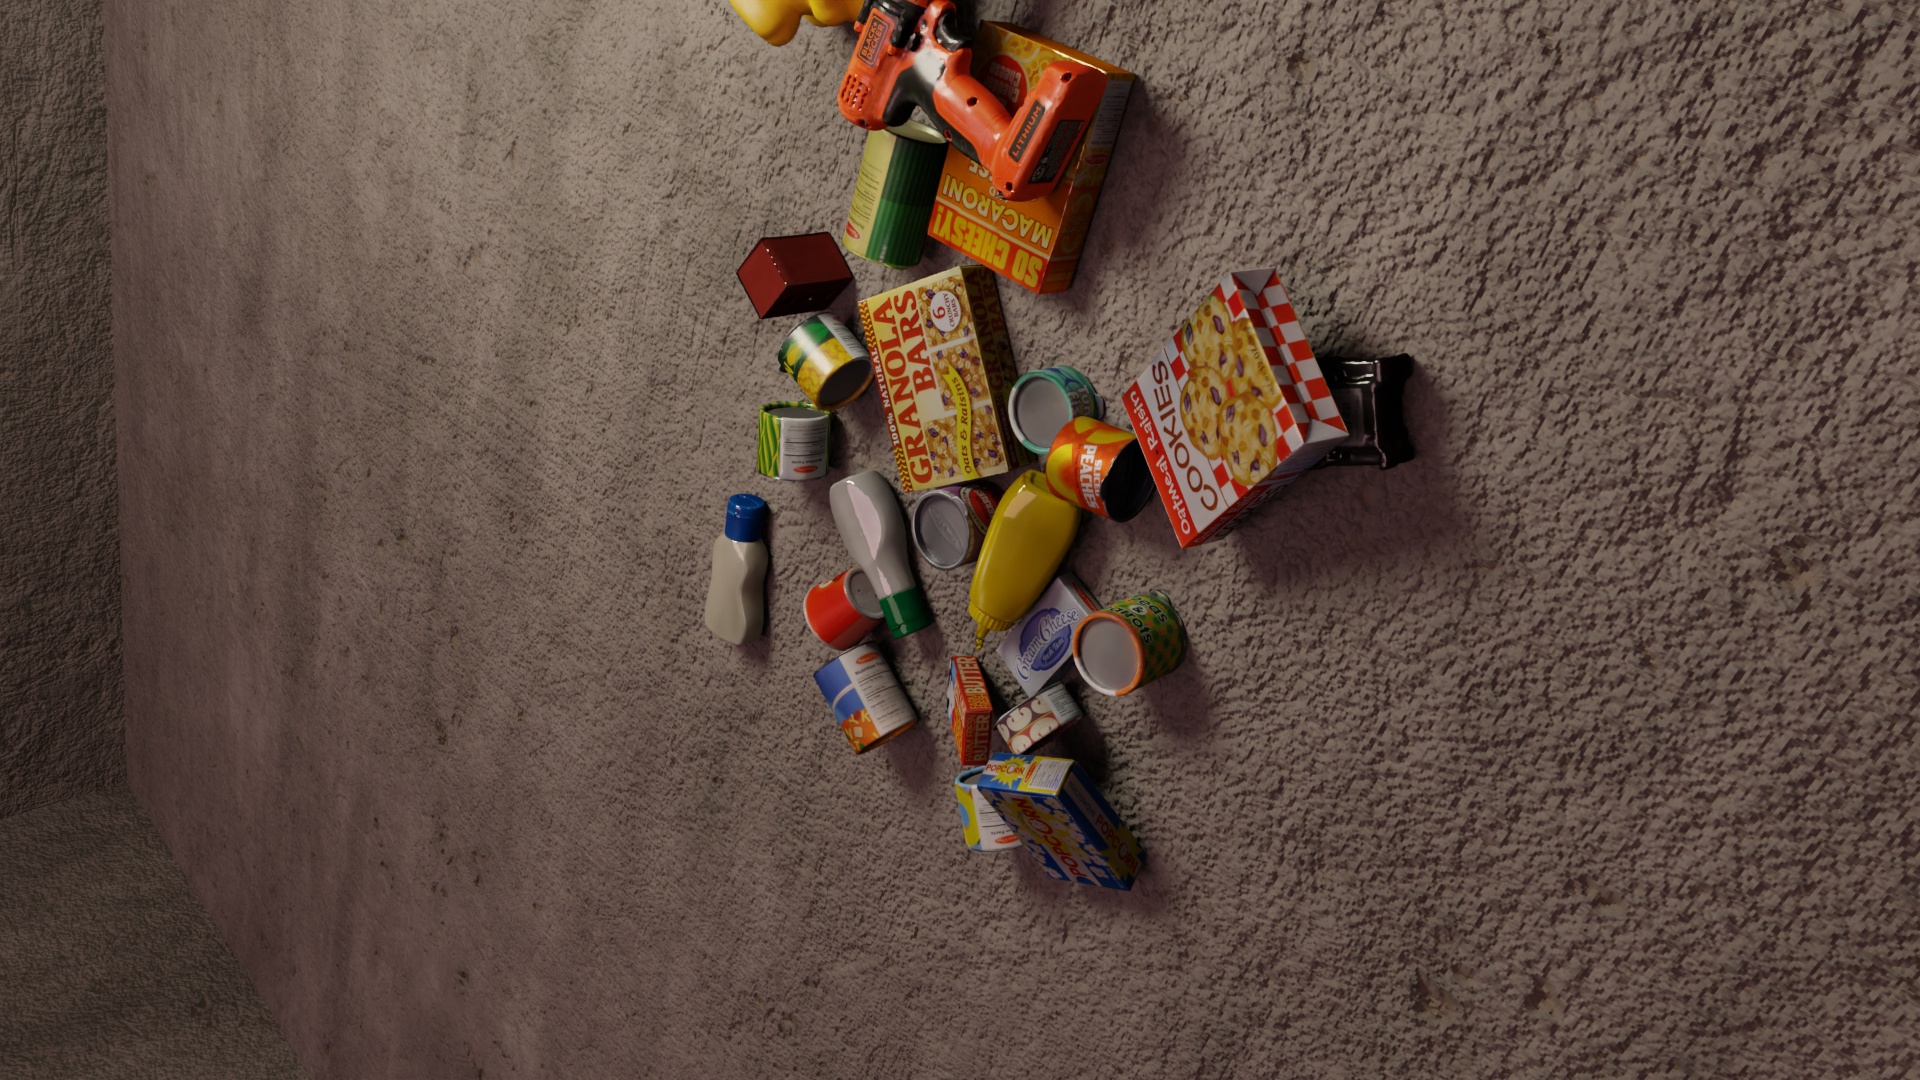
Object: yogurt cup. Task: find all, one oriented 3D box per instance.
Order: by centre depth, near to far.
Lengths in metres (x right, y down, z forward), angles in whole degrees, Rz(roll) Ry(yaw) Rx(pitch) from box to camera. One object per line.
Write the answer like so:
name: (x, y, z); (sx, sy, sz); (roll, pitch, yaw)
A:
yogurt cup: (-0.100, 0.059, 1.258); (0.053, 0.072, 0.072); (-35, 77, 35)

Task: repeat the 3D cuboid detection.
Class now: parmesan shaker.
parmesan shaker: (-0.049, -0.278, 1.109); (0.071, 0.071, 0.102); (37, 124, 30)

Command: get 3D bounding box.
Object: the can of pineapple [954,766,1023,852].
can of pineapple: (0.031, 0.225, 1.178); (0.071, 0.071, 0.057); (-5, 98, 44)

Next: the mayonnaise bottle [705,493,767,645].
mayonnaise bottle: (-0.219, 0.027, 1.377); (0.065, 0.041, 0.147); (27, 118, 34)

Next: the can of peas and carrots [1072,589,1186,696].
can of peas and carrots: (0.128, 0.077, 1.048); (0.071, 0.059, 0.070); (14, 112, 40)

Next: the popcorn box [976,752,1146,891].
popcorn box: (0.081, 0.223, 1.107); (0.085, 0.038, 0.126); (-4, 133, 43)

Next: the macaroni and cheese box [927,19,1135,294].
macaroni and cheese box: (0.049, -0.284, 1.033); (0.124, 0.040, 0.165); (35, 123, 31)

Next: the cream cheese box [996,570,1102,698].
cream cheese box: (0.075, 0.077, 1.123); (0.053, 0.024, 0.103); (53, 131, 20)

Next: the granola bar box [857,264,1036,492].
granola bar box: (-0.012, -0.130, 1.136); (0.124, 0.039, 0.165); (-10, 95, 44)

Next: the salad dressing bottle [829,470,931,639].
salad dressing bottle: (-0.069, 0.013, 1.229); (0.064, 0.044, 0.147); (-24, 86, 43)

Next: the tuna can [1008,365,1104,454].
tuna can: (0.073, -0.100, 1.068); (0.071, 0.033, 0.071); (15, 112, 41)

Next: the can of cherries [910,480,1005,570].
can of cherries: (0.004, -0.014, 1.140); (0.071, 0.058, 0.071); (14, 110, 41)

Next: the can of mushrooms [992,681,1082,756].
can of mushrooms: (0.062, 0.147, 1.124); (0.033, 0.071, 0.070); (57, 133, 14)

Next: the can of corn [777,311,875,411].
can of corn: (-0.117, -0.153, 1.209); (0.058, 0.071, 0.070); (50, 130, 21)

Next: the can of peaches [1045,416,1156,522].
can of peaches: (0.103, -0.053, 1.026); (0.058, 0.071, 0.071); (25, 118, 38)

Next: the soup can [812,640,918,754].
soup can: (-0.087, 0.145, 1.267); (0.071, 0.071, 0.084); (-41, 73, 42)

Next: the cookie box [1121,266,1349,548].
cookie box: (0.177, -0.083, 0.922); (0.166, 0.040, 0.123); (128, 127, -60)

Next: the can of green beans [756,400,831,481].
can of green beans: (-0.151, -0.091, 1.260); (0.071, 0.071, 0.057); (21, 115, 38)

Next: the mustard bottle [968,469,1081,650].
mustard bottle: (0.041, 0.022, 1.105); (0.065, 0.049, 0.159); (26, 117, -1)

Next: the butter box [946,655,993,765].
butter box: (0.007, 0.142, 1.166); (0.104, 0.024, 0.053); (-110, 23, -68)
